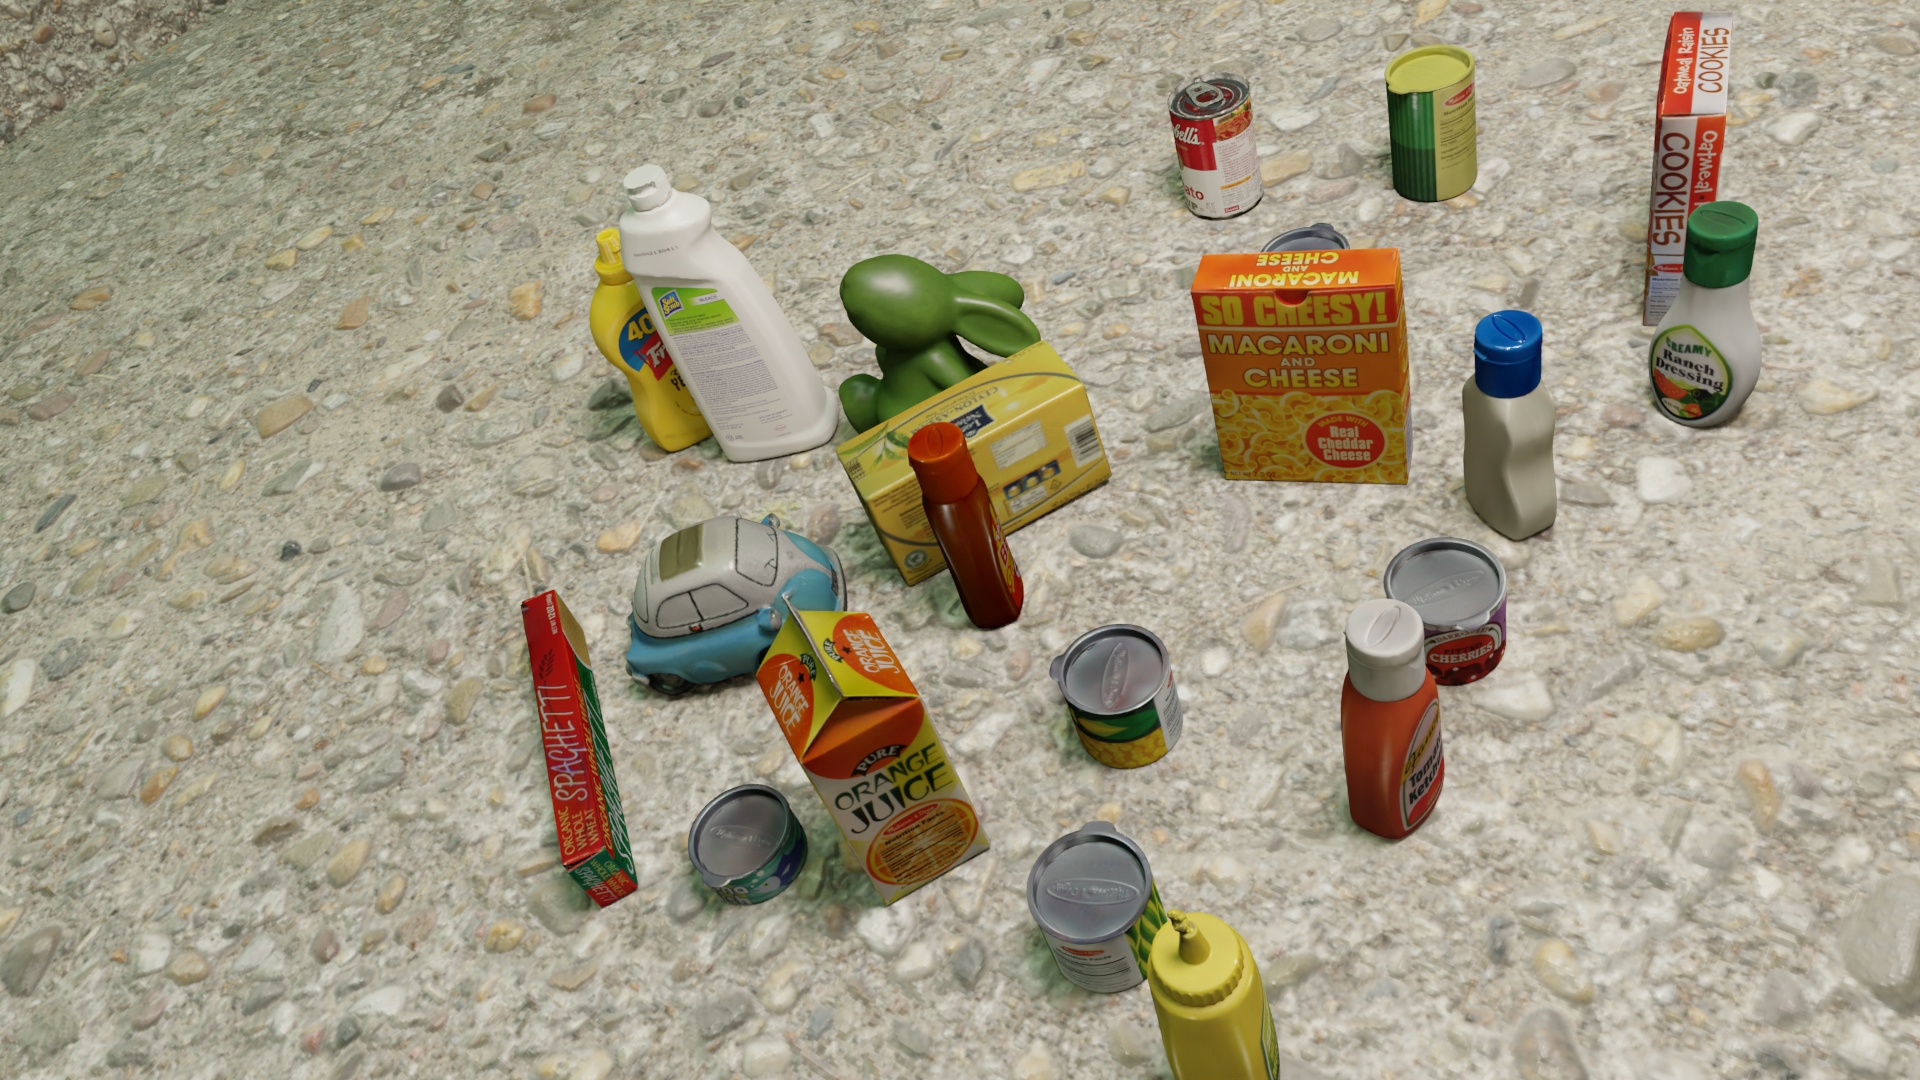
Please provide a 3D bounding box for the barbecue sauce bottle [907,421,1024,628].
[{"bbox_3d":[0.003,-0.011,0.898,0.043,0.147,0.065,-15,44,7],"label":"barbecue sauce bottle"}]

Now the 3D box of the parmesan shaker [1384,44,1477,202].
[{"bbox_3d":[0.371,-0.328,1.100,0.071,0.102,0.072,-11,45,11],"label":"parmesan shaker"}]

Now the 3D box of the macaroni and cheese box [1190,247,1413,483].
[{"bbox_3d":[0.224,-0.108,0.896,0.124,0.165,0.040,2,49,23],"label":"macaroni and cheese box"}]

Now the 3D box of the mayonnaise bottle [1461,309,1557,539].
[{"bbox_3d":[0.328,-0.070,0.831,0.041,0.147,0.065,-25,44,-3],"label":"mayonnaise bottle"}]

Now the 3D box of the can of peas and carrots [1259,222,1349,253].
[{"bbox_3d":[0.261,-0.194,1.043,0.071,0.058,0.071,-11,45,11],"label":"can of peas and carrots"}]

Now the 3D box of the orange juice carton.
[{"bbox_3d":[-0.052,0.112,0.766,0.073,0.191,0.072,-29,44,-7],"label":"orange juice carton"}]

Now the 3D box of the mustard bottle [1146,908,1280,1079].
[{"bbox_3d":[0.114,0.211,0.630,0.049,0.159,0.066,-8,45,14],"label":"mustard bottle"}]

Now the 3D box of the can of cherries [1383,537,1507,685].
[{"bbox_3d":[0.282,0.043,0.803,0.071,0.058,0.072,-11,45,11],"label":"can of cherries"}]

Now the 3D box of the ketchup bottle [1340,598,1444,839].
[{"bbox_3d":[0.221,0.090,0.715,0.043,0.148,0.065,20,58,35],"label":"ketchup bottle"}]

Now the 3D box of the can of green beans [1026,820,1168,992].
[{"bbox_3d":[0.074,0.196,0.734,0.071,0.057,0.071,-11,45,11],"label":"can of green beans"}]

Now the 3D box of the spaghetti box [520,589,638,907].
[{"bbox_3d":[-0.258,0.131,0.930,0.029,0.050,0.251,-25,44,-4],"label":"spaghetti box"}]

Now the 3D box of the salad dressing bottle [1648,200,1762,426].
[{"bbox_3d":[0.457,-0.137,0.848,0.044,0.147,0.064,-38,46,-16],"label":"salad dressing bottle"}]

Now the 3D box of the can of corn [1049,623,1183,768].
[{"bbox_3d":[0.094,0.093,0.827,0.071,0.058,0.071,-11,45,11],"label":"can of corn"}]

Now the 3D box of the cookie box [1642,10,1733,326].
[{"bbox_3d":[0.485,-0.247,0.931,0.040,0.166,0.123,5,50,26],"label":"cookie box"}]

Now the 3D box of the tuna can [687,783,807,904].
[{"bbox_3d":[-0.129,0.186,0.839,0.071,0.032,0.071,-11,45,11],"label":"tuna can"}]
